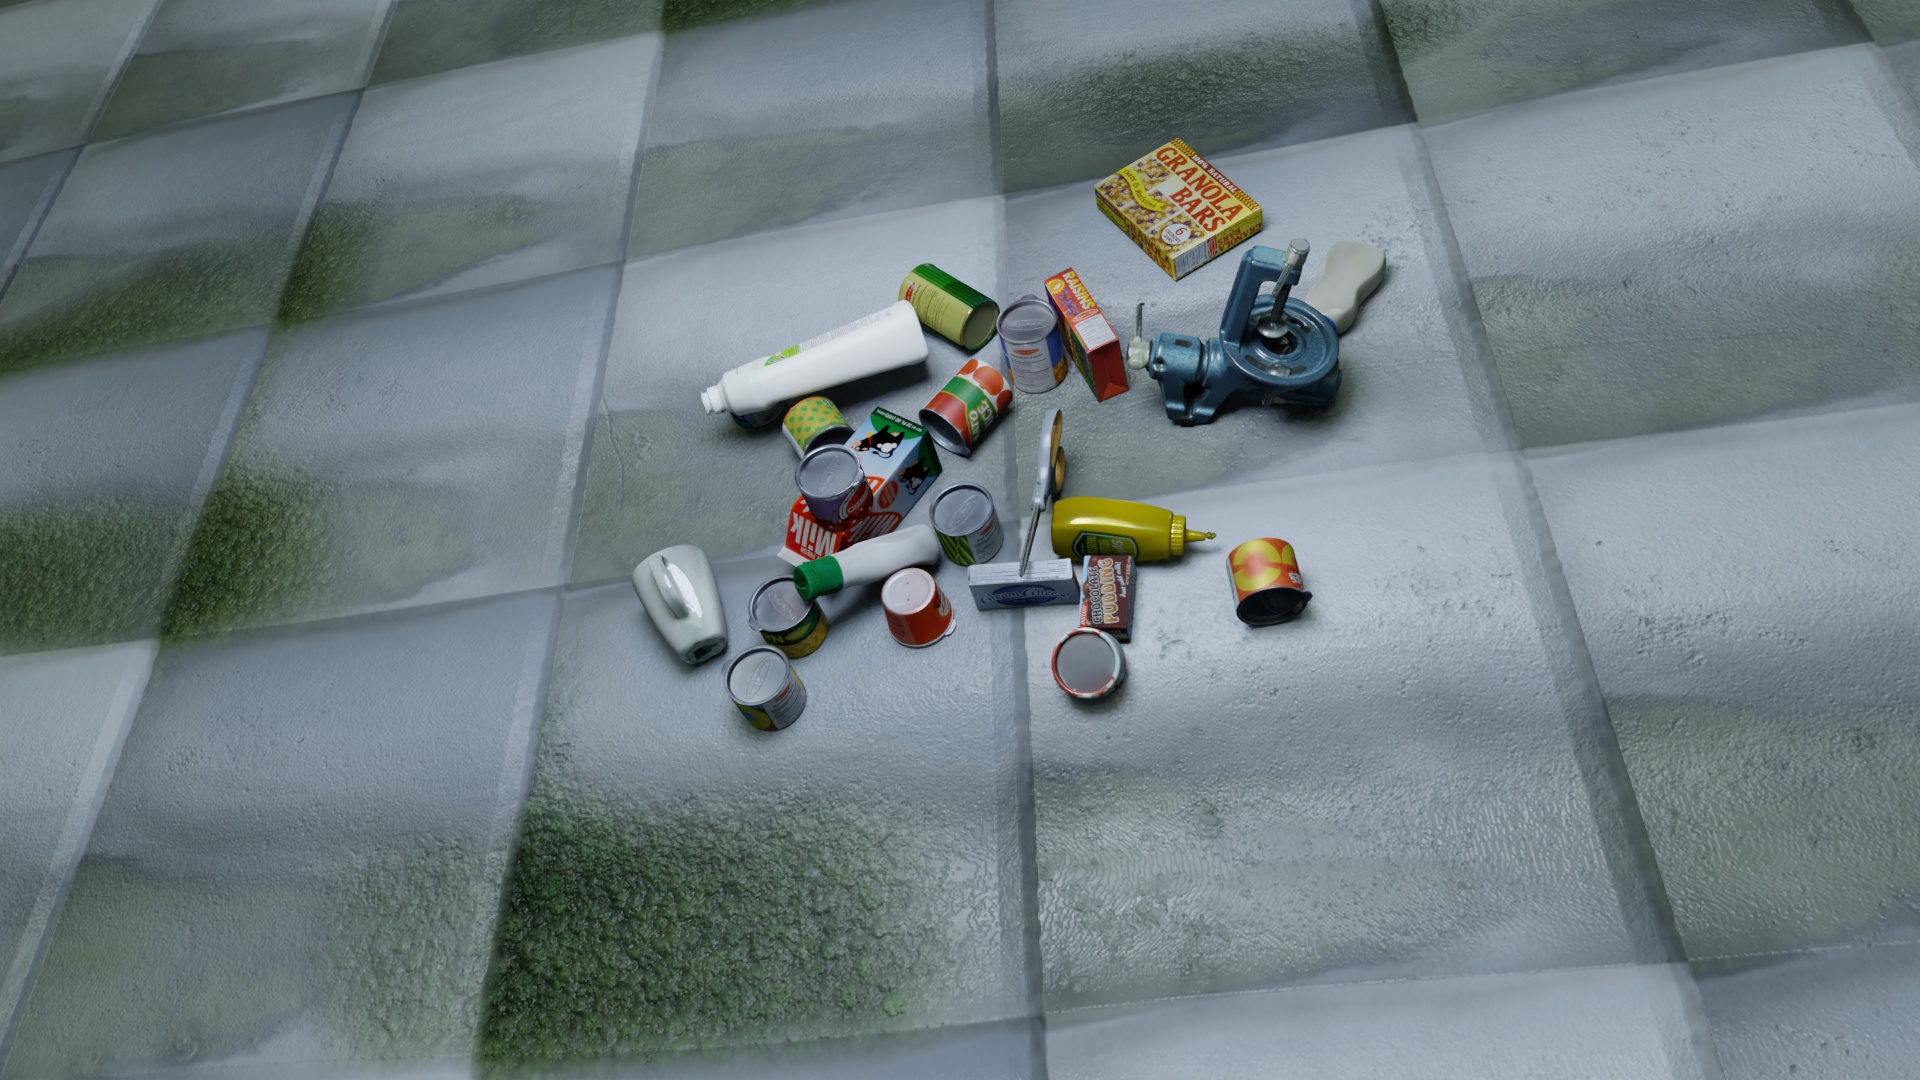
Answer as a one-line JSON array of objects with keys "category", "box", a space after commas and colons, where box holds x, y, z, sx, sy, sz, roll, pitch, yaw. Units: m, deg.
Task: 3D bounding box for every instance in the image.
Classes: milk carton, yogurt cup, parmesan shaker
[{"category": "milk carton", "box": [-0.107, -0.040, 1.448, 0.072, 0.073, 0.191, 27, 66, 28]}, {"category": "yogurt cup", "box": [-0.045, 0.064, 1.371, 0.072, 0.053, 0.073, -7, 54, 10]}, {"category": "parmesan shaker", "box": [-0.013, -0.264, 1.588, 0.103, 0.071, 0.071, 36, 71, 31]}]

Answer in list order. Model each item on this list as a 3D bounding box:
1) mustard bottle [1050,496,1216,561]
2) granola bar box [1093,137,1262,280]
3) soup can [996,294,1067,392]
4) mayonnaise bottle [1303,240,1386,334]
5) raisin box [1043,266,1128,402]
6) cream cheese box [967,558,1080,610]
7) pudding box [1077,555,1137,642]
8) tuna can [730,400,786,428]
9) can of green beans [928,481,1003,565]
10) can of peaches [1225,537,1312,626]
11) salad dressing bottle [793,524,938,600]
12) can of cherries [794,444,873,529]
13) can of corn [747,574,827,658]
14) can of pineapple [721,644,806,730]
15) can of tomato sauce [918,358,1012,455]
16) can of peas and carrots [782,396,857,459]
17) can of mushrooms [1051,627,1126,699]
[{"category": "mustard bottle", "box": [0.170, -0.008, 1.361, 0.160, 0.065, 0.049, 3, 53, 12]}, {"category": "granola bar box", "box": [0.253, -0.388, 1.620, 0.124, 0.039, 0.166, -31, 54, -7]}, {"category": "soup can", "box": [0.079, -0.214, 1.515, 0.071, 0.083, 0.072, -7, 55, 10]}, {"category": "mayonnaise bottle", "box": [0.401, -0.257, 1.490, 0.065, 0.041, 0.148, 21, 64, 28]}, {"category": "raisin box", "box": [0.136, -0.224, 1.506, 0.040, 0.085, 0.124, -25, 53, -1]}, {"category": "cream cheese box", "box": [0.062, 0.043, 1.358, 0.104, 0.053, 0.024, -4, 57, 12]}, {"category": "pudding box", "box": [0.142, 0.056, 1.343, 0.049, 0.030, 0.084, 0, 56, 16]}, {"category": "tuna can", "box": [-0.238, -0.165, 1.595, 0.071, 0.032, 0.071, -7, 55, 10]}, {"category": "can of green beans", "box": [0.007, -0.016, 1.411, 0.071, 0.057, 0.071, -7, 55, 10]}, {"category": "can of peaches", "box": [0.287, 0.038, 1.295, 0.071, 0.071, 0.058, -11, 53, 7]}, {"category": "salad dressing bottle", "box": [-0.094, 0.023, 1.381, 0.148, 0.044, 0.064, -17, 6, -30]}, {"category": "can of cherries", "box": [-0.122, -0.051, 1.377, 0.071, 0.058, 0.072, -6, 55, 9]}, {"category": "can of corn", "box": [-0.174, 0.078, 1.391, 0.071, 0.058, 0.071, -7, 55, 10]}, {"category": "can of pineapple", "box": [-0.190, 0.143, 1.351, 0.071, 0.057, 0.071, -7, 54, 10]}, {"category": "can of tomato sauce", "box": [0.008, -0.143, 1.496, 0.071, 0.071, 0.083, 30, 67, 30]}, {"category": "can of peas and carrots", "box": [-0.151, -0.116, 1.517, 0.071, 0.070, 0.059, -32, 53, -8]}, {"category": "can of mushrooms", "box": [0.117, 0.115, 1.291, 0.071, 0.033, 0.071, -2, 81, 15]}]
